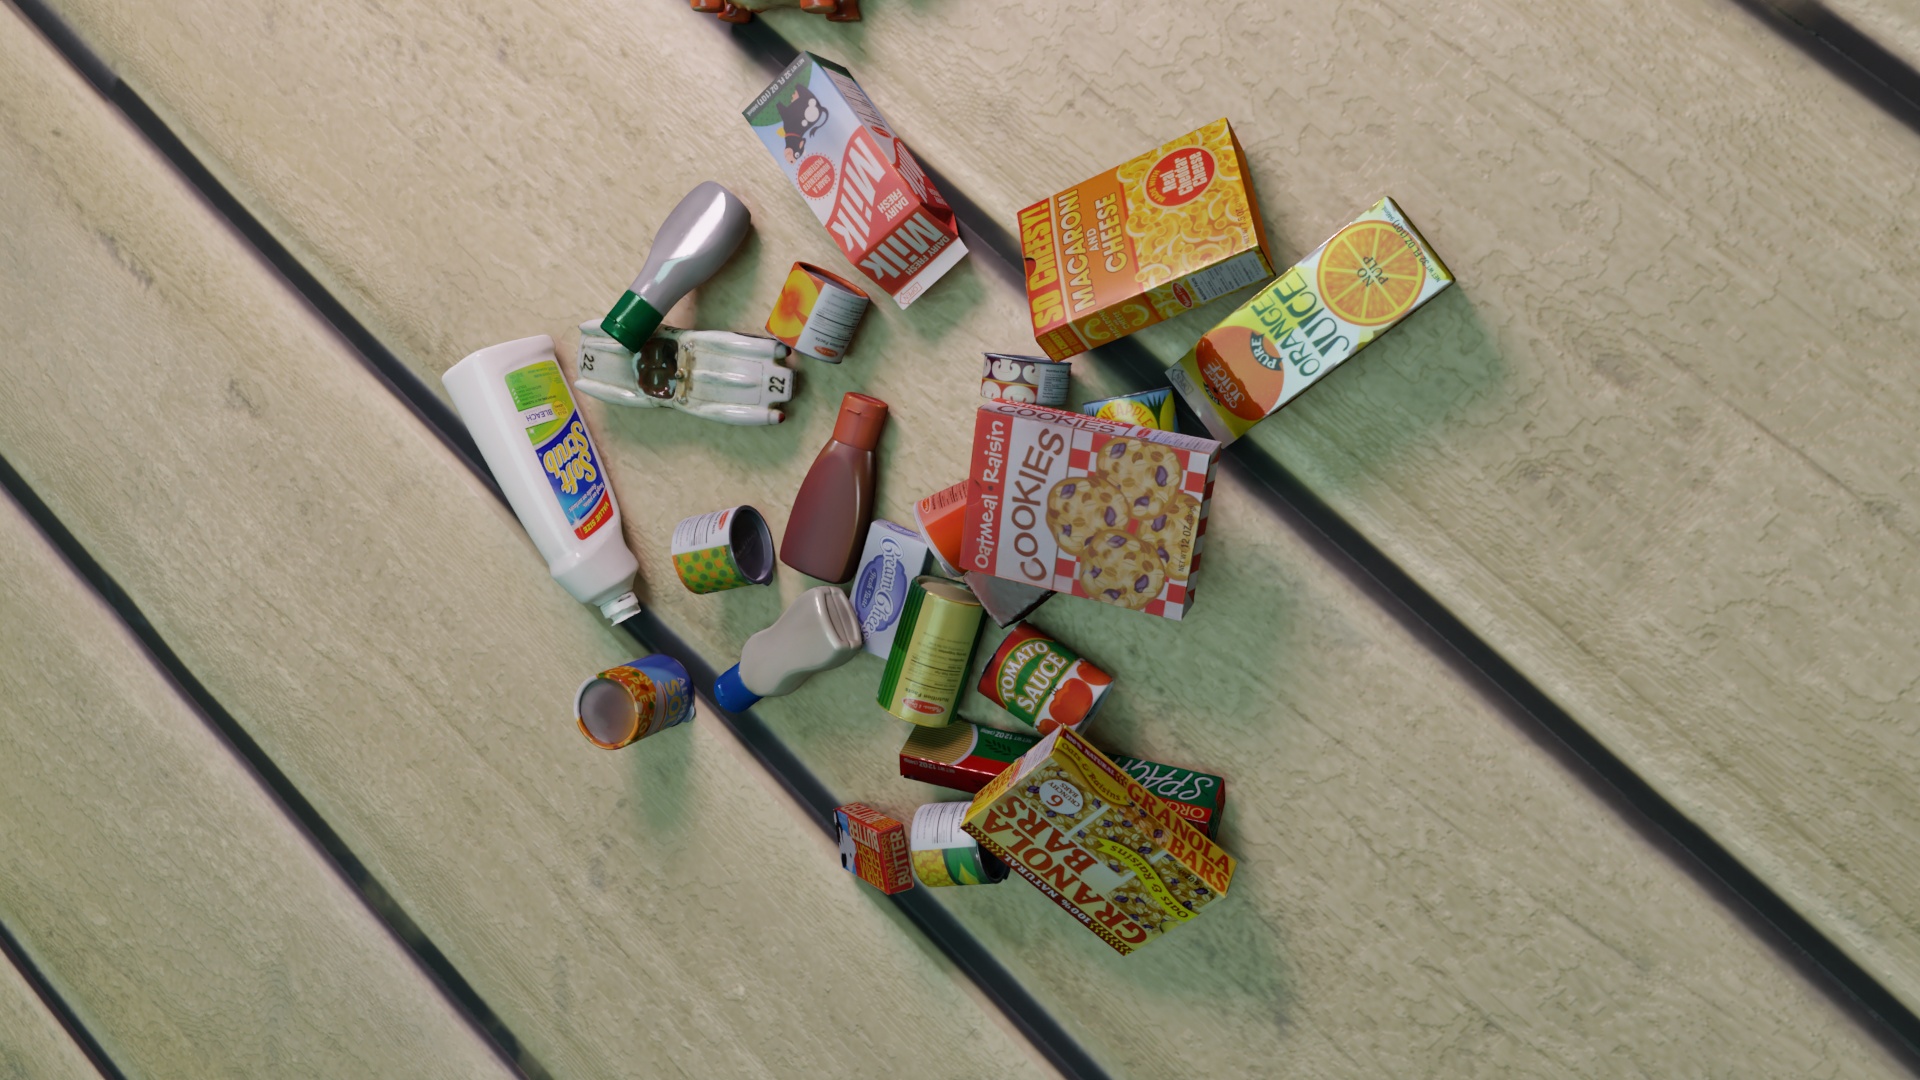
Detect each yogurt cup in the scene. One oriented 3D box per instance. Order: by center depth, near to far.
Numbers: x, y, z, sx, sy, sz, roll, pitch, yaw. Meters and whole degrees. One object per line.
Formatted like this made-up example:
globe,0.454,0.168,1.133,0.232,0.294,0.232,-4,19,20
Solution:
yogurt cup,0.004,-0.013,1.065,0.054,0.072,0.072,-31,85,14

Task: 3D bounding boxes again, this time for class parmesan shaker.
parmesan shaker,-0.018,0.086,1.085,0.071,0.071,0.102,21,103,18

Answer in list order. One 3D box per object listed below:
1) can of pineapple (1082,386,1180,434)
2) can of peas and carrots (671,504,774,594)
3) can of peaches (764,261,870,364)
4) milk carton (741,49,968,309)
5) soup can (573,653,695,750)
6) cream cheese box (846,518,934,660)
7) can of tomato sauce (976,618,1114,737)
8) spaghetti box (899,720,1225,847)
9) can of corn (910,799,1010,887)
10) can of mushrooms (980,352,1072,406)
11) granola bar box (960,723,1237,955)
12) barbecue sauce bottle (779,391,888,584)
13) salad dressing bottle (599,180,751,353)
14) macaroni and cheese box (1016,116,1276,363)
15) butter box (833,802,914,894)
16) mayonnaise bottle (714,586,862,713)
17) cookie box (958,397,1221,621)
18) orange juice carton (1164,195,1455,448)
can of pineapple,0.125,-0.077,1.006,0.071,0.071,0.058,-9,94,22
can of peas and carrots,-0.194,0.010,1.143,0.058,0.071,0.071,-11,92,22
can of peaches,-0.113,-0.180,1.089,0.071,0.071,0.058,32,107,15
milk carton,-0.074,-0.272,1.058,0.072,0.073,0.190,-39,82,21
soup can,-0.274,0.138,1.178,0.071,0.084,0.071,3,98,20
cream cheese box,-0.058,0.040,1.116,0.053,0.024,0.103,21,103,16
can of tomato sauce,0.064,0.109,1.052,0.083,0.071,0.071,33,107,14
spaghetti box,0.076,0.182,1.064,0.250,0.050,0.028,9,129,20
can of corn,0.001,0.240,1.095,0.058,0.071,0.071,-10,93,22
can of mushrooms,0.047,-0.121,1.034,0.071,0.071,0.033,10,101,20
granola bar box,0.099,0.225,1.023,0.165,0.039,0.123,39,132,-5
barbecue sauce bottle,-0.096,-0.043,1.110,0.065,0.044,0.148,22,103,18
salad dressing bottle,-0.229,-0.218,1.112,0.064,0.044,0.148,34,84,31
macaroni and cheese box,0.125,-0.210,0.976,0.166,0.040,0.124,-20,55,22
butter box,-0.071,0.246,1.112,0.103,0.024,0.053,-2,99,65
mayonnaise bottle,-0.144,0.095,1.132,0.147,0.041,0.065,-35,67,34
cookie box,0.088,-0.024,0.975,0.167,0.040,0.122,13,111,18
orange juice carton,0.236,-0.146,0.954,0.192,0.073,0.072,-37,84,21
